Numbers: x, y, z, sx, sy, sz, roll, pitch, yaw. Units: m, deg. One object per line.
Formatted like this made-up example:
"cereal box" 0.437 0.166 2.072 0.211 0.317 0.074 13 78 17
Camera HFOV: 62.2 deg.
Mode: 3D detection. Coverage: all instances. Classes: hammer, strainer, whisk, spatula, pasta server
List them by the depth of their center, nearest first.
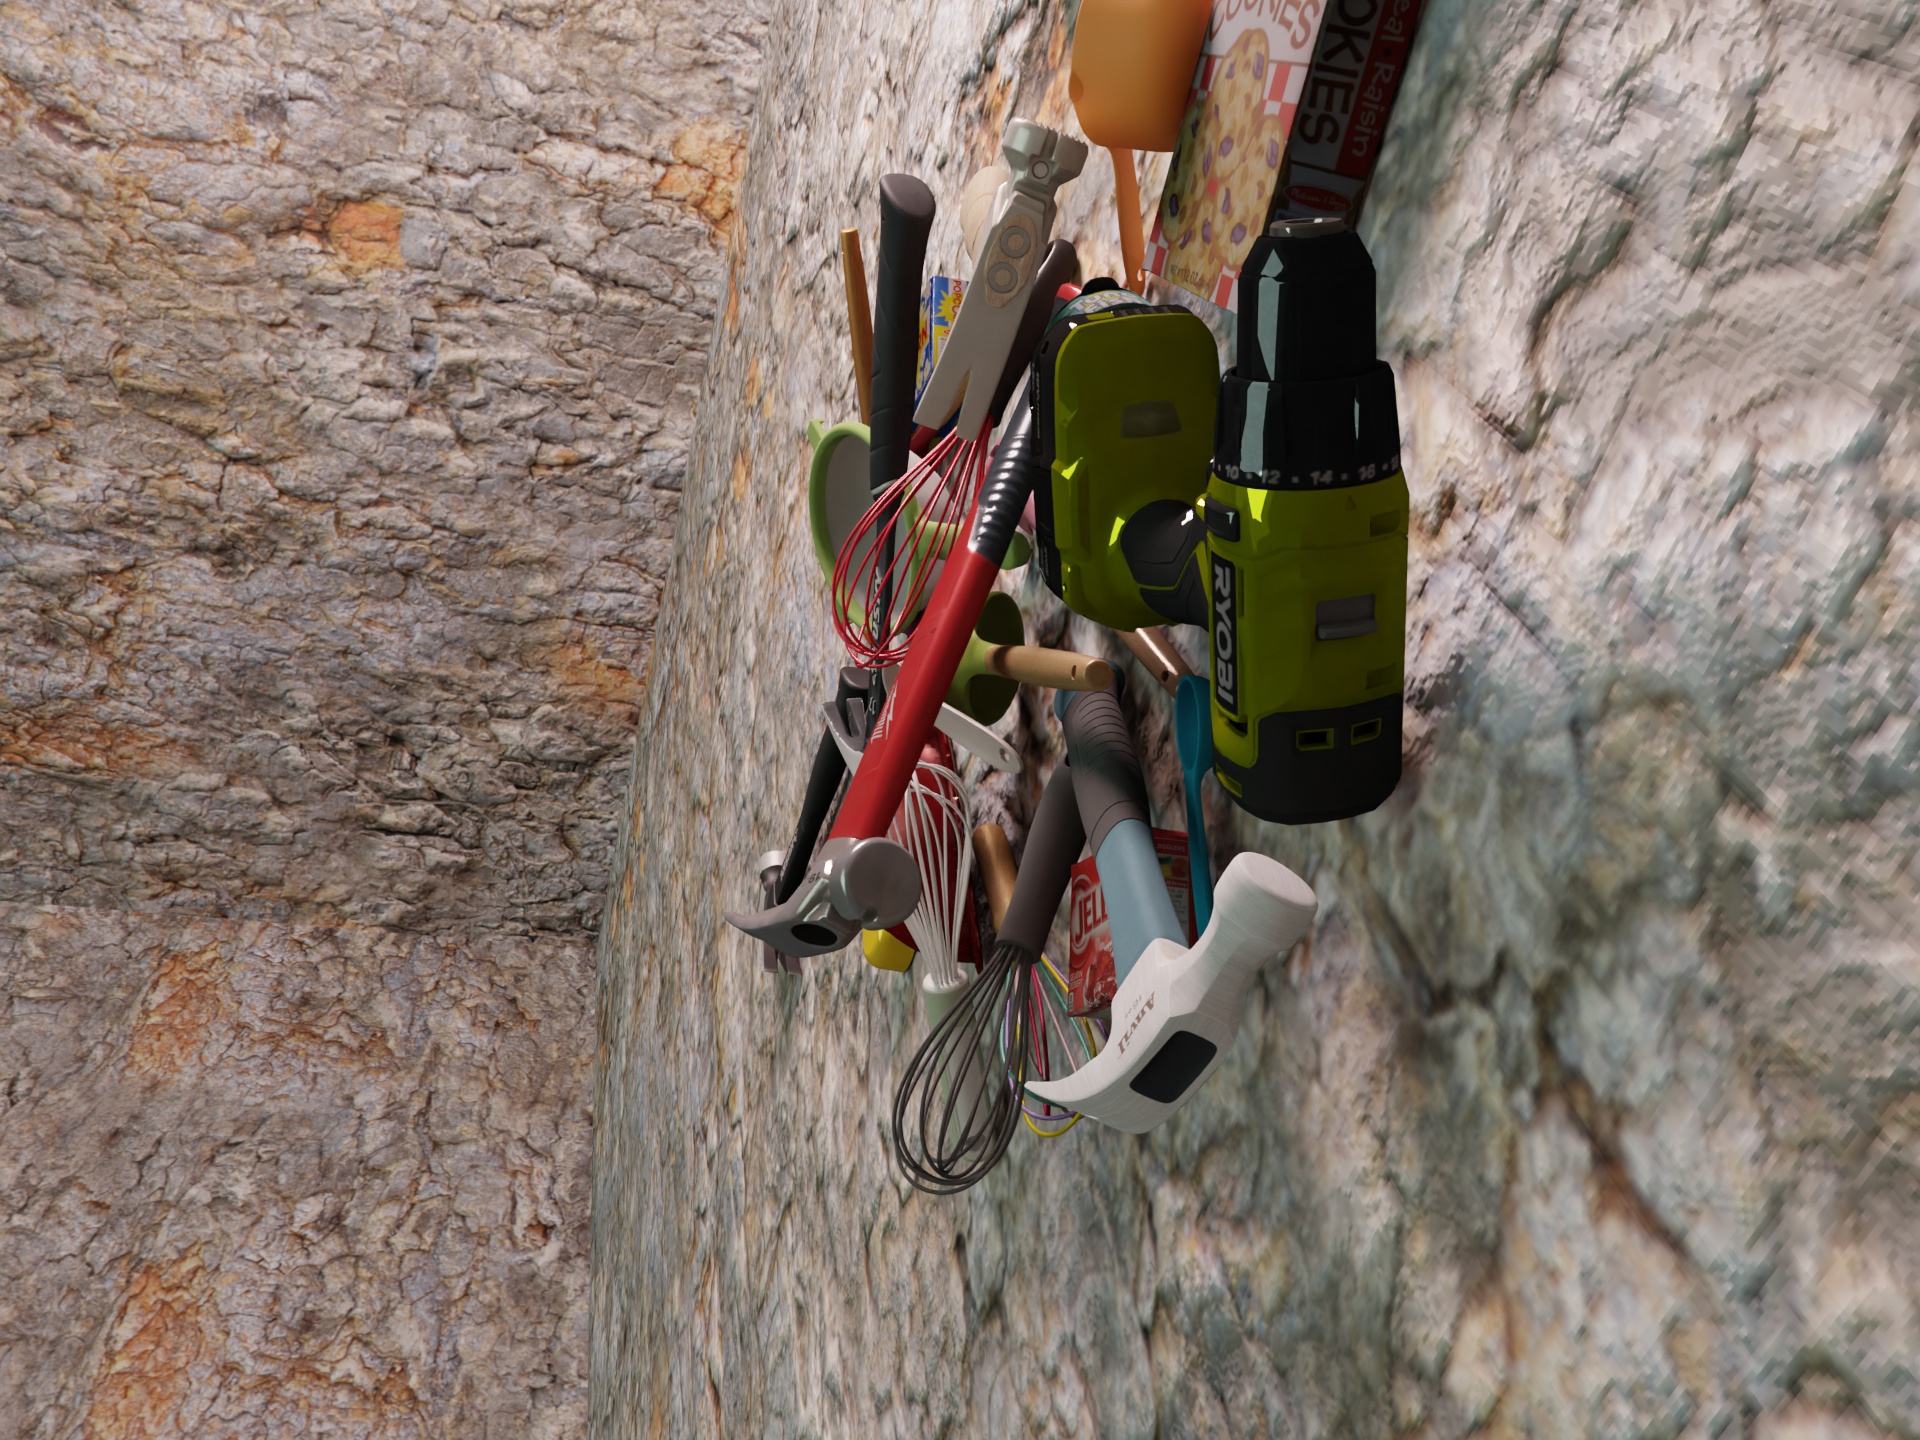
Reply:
"hammer" 0.066 0.045 0.643 0.128 0.033 0.331 -60 11 19
"whisk" 0.025 0.107 0.745 0.239 0.055 0.055 -67 7 -31
"hammer" -0.006 -0.062 0.792 0.143 0.038 0.386 -25 37 57
"whisk" 0.030 0.126 0.828 0.245 0.051 0.047 -107 24 -61
"pasta server" 0.066 -0.087 0.833 0.317 0.040 0.060 -119 39 -57
"whisk" -0.009 0.131 0.840 0.059 0.058 0.246 -121 20 -68
"whisk" 0.004 -0.156 0.895 0.296 0.073 0.073 -66 11 -19
"hammer" 0.014 -0.269 0.913 0.411 0.038 0.146 -92 22 -69
"hammer" -0.047 -0.130 1.000 0.149 0.036 0.408 -128 37 -54
"strainer" -0.014 -0.128 1.065 0.256 0.069 0.151 17 118 55
"spatula" -0.076 -0.218 1.245 0.081 0.041 0.322 -116 18 -62
"hammer" -0.127 0.082 1.384 0.146 0.035 0.334 -98 23 -44

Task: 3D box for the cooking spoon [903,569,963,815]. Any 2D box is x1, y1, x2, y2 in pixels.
"cooking spoon" -0.026 -0.040 1.128 0.319 0.017 0.068 -102 20 -49

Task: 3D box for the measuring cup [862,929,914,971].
"measuring cup" -0.043 0.097 1.101 0.062 0.029 0.156 -147 64 -72

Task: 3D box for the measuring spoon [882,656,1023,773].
"measuring spoon" -0.001 -0.003 0.855 0.124 0.018 0.034 34 139 44

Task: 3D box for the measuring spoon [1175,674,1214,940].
"measuring spoon" 0.107 0.044 0.660 0.042 0.021 0.129 129 137 -82

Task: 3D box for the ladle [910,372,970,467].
"ladle" -0.007 -0.222 1.096 0.031 0.069 0.315 62 148 11

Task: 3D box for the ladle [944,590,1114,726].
"ladle" 0.036 -0.027 0.788 0.320 0.062 0.078 -160 78 -78

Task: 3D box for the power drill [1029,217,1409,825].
"power drill" 0.093 -0.089 0.589 0.229 0.080 0.190 -125 28 -66

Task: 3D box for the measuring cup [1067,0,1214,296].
"measuring cup" 0.099 -0.277 0.760 0.095 0.052 0.173 -53 -34 -35
